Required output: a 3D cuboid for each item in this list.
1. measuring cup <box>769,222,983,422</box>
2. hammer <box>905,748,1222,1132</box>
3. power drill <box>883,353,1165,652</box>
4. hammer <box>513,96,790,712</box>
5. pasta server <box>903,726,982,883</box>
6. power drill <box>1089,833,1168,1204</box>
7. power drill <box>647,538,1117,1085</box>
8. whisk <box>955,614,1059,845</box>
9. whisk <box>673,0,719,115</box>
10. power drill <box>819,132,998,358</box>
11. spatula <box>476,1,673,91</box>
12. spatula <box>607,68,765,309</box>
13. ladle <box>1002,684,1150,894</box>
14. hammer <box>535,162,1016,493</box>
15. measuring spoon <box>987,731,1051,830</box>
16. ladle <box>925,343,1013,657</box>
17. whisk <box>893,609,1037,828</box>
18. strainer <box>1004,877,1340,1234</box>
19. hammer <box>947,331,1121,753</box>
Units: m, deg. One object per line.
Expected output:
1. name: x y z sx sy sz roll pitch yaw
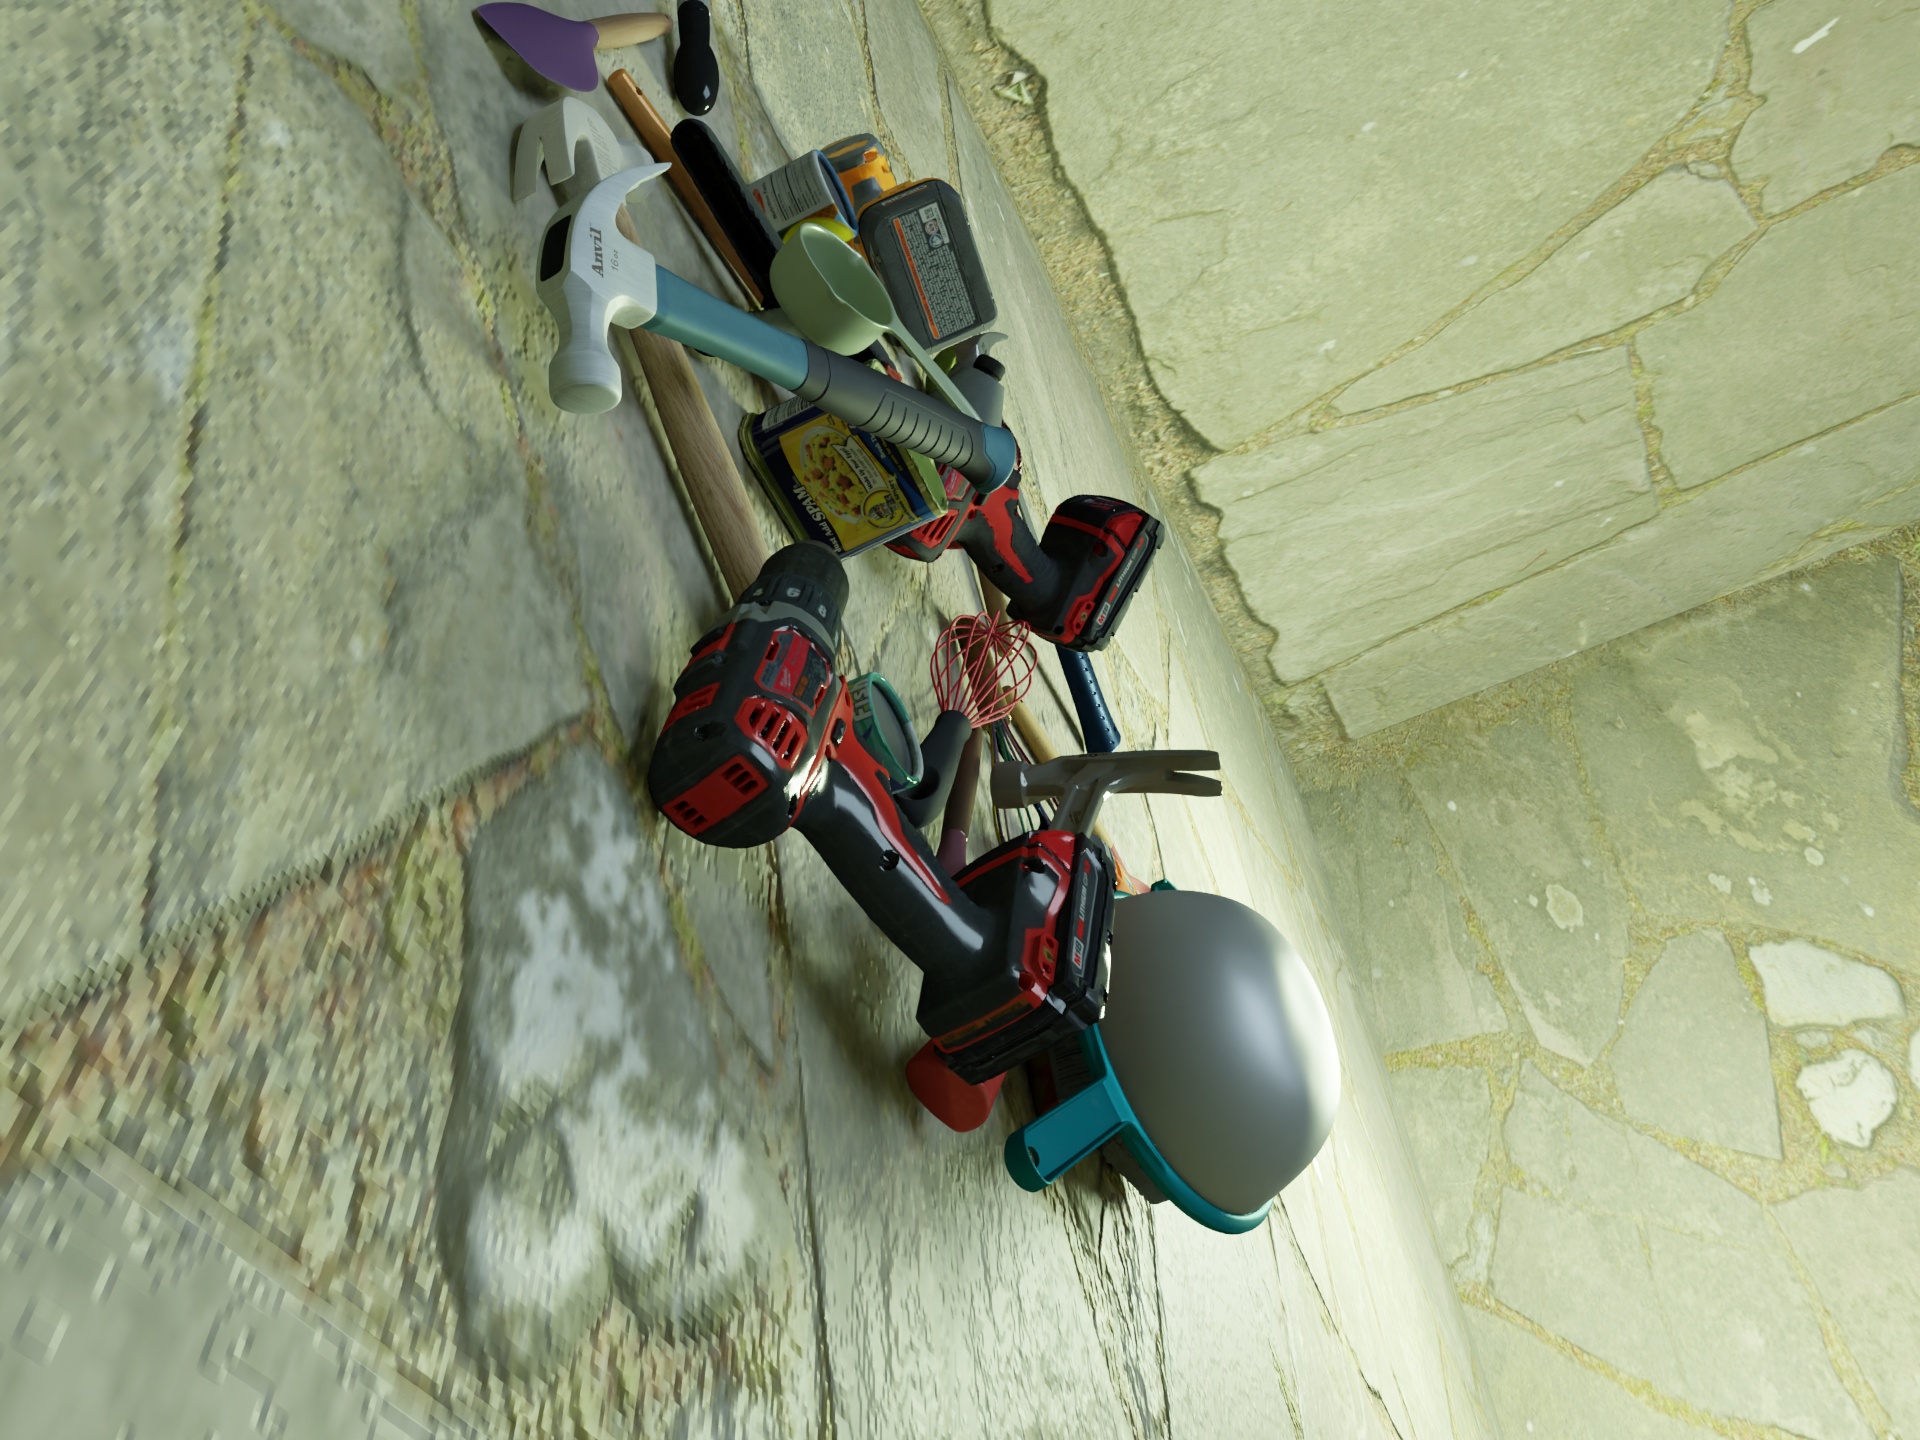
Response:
1. measuring cup: -0.047 -0.217 0.940 0.167 0.038 0.083 46 27 -19
2. hammer: 0.053 0.103 0.881 0.359 0.149 0.036 -58 142 -62
3. power drill: 0.039 -0.147 1.106 0.219 0.143 0.079 30 -3 -43
4. hammer: -0.135 -0.149 0.781 0.331 0.031 0.130 68 14 2
5. pasta server: -0.002 0.053 0.940 0.316 0.060 0.040 -78 167 -71
6. power drill: 0.119 0.201 1.074 0.164 0.084 0.227 53 16 -45
7. power drill: -0.030 0.031 0.711 0.226 0.080 0.188 45 29 -21
8. whisk: 0.033 0.019 1.112 0.051 0.047 0.245 65 7 -50
9. whisk: -0.189 -0.518 1.112 0.070 0.070 0.285 47 29 -53
10. power drill: -0.043 -0.356 1.264 0.226 0.084 0.185 -123 -171 -57
11. spatula: -0.206 -0.394 0.915 0.059 0.018 0.316 43 21 -16
12. spatula: -0.117 -0.279 1.020 0.322 0.041 0.081 52 38 -41
13. ladle: 0.109 0.087 1.313 0.315 0.031 0.069 56 16 -31
14. hammer: -0.075 -0.173 0.800 0.330 0.033 0.128 13 66 -53
15. measuring spoon: 0.043 0.058 1.150 0.129 0.021 0.042 59 11 7
16. ladle: 0.021 -0.194 1.363 0.078 0.062 0.320 52 23 -58
17. whisk: -0.002 -0.003 0.995 0.073 0.073 0.296 63 20 -16
18. strainer: 0.129 0.179 0.857 0.340 0.095 0.211 -4 66 -64
19. hammer: 0.070 -0.144 1.379 0.144 0.035 0.405 -78 152 -55
